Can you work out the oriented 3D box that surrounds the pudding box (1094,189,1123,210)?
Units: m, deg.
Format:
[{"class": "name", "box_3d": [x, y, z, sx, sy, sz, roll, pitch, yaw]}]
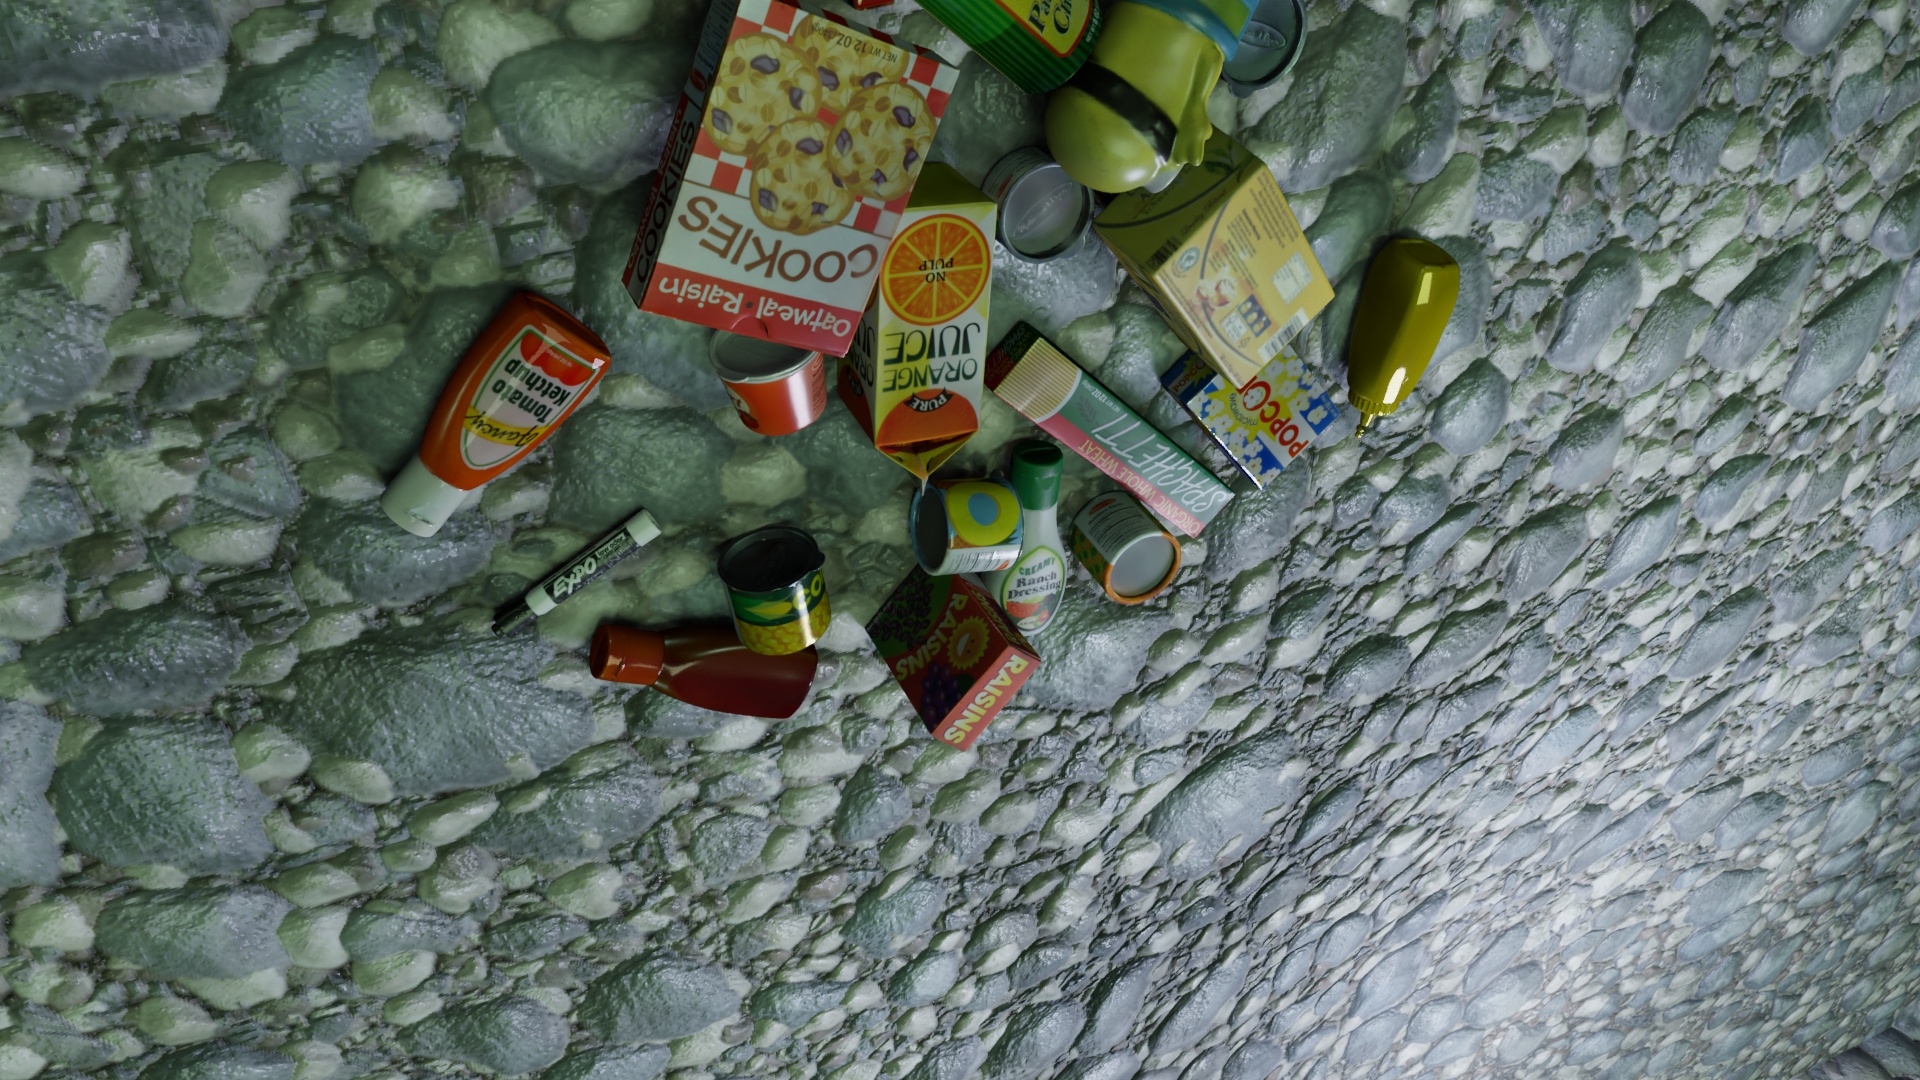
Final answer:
[{"class": "pudding box", "box_3d": [0.112, -0.250, 0.870, 0.083, 0.030, 0.049, -40, 132, 1]}]

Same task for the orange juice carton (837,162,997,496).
[{"class": "orange juice carton", "box_3d": [-0.031, -0.126, 0.851, 0.073, 0.072, 0.191, -11, 126, -22]}]

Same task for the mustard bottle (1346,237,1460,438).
[{"class": "mustard bottle", "box_3d": [0.324, -0.146, 1.044, 0.049, 0.065, 0.159, -7, 131, -19]}]

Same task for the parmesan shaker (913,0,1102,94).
[{"class": "parmesan shaker", "box_3d": [0.022, -0.303, 0.761, 0.103, 0.071, 0.071, 26, 107, -40]}]

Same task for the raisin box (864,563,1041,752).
[{"class": "raisin box", "box_3d": [-0.007, 0.074, 0.972, 0.040, 0.124, 0.086, 32, 103, -40]}]

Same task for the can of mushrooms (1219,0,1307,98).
[{"class": "can of mushrooms", "box_3d": [0.177, -0.313, 0.860, 0.071, 0.033, 0.070, -15, 128, -20]}]

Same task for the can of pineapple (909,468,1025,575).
[{"class": "can of pineapple", "box_3d": [0.003, -0.012, 0.957, 0.058, 0.071, 0.070, -4, 124, -26]}]

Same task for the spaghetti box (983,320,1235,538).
[{"class": "spaghetti box", "box_3d": [0.111, -0.073, 0.997, 0.250, 0.029, 0.050, 31, 105, -40]}]

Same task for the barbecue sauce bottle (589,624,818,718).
[{"class": "barbecue sauce bottle", "box_3d": [-0.174, 0.084, 0.940, 0.149, 0.044, 0.064, 12, 116, -34]}]

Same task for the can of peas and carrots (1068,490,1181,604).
[{"class": "can of peas and carrots", "box_3d": [0.124, 0.007, 1.041, 0.071, 0.059, 0.070, -15, 128, -19]}]

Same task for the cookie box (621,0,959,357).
[{"class": "cookie box", "box_3d": [-0.089, -0.186, 0.716, 0.123, 0.040, 0.166, 9, 117, -34]}]

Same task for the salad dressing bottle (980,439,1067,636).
[{"class": "salad dressing bottle", "box_3d": [0.049, -0.001, 1.003, 0.064, 0.044, 0.146, -11, 127, -21]}]

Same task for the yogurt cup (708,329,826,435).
[{"class": "yogurt cup", "box_3d": [-0.112, -0.100, 0.831, 0.072, 0.072, 0.053, -23, 139, -13]}]

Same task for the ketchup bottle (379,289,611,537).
[{"class": "ketchup bottle", "box_3d": [-0.266, -0.067, 0.781, 0.148, 0.044, 0.064, -47, 132, 9]}]

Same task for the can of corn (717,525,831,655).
[{"class": "can of corn", "box_3d": [-0.119, 0.033, 0.917, 0.071, 0.071, 0.058, -20, 131, -15]}]

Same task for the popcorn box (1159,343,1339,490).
[{"class": "popcorn box", "box_3d": [0.216, -0.105, 1.026, 0.085, 0.038, 0.126, -45, 132, 7]}]

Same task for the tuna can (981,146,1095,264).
[{"class": "tuna can", "box_3d": [0.049, -0.207, 0.864, 0.071, 0.033, 0.070, -15, 128, -19]}]

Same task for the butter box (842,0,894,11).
[{"class": "butter box", "box_3d": [-0.059, -0.328, 0.704, 0.024, 0.053, 0.103, -20, 130, -18]}]
